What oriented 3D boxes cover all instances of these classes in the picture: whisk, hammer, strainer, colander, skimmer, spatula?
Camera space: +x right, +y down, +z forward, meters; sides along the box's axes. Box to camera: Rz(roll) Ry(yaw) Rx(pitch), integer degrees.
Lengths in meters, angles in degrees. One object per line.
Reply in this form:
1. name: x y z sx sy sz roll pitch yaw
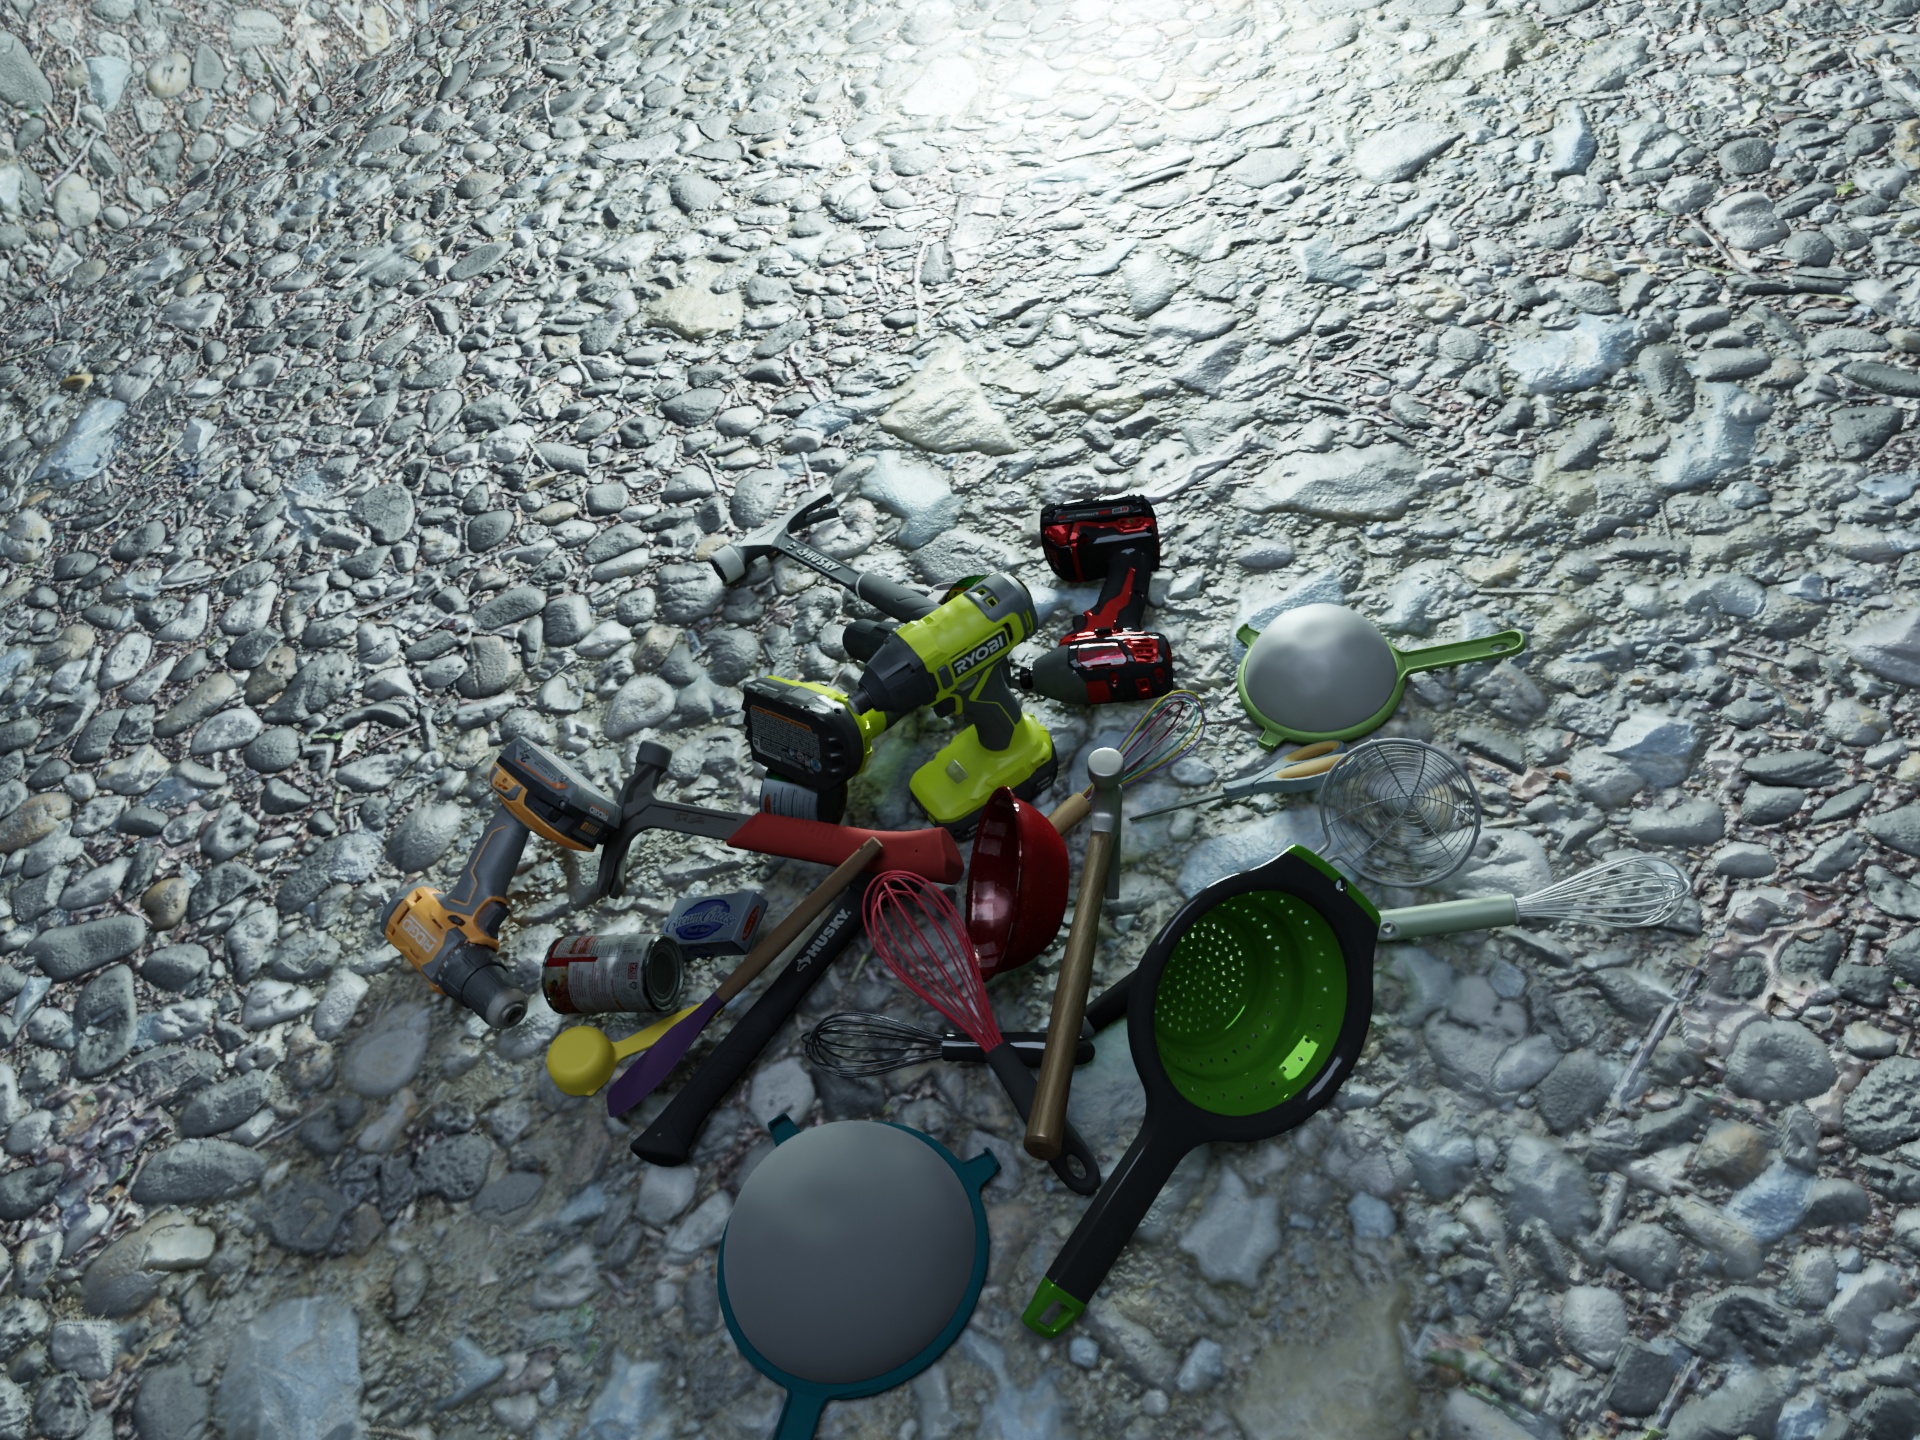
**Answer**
1. whisk: -0.012 0.261 1.274 0.239 0.055 0.055 0 51 10
2. hammer: -0.161 0.109 1.386 0.359 0.036 0.149 7 76 30
3. strainer: 0.374 -0.064 1.422 0.256 0.069 0.152 -10 49 9
4. strainer: -0.107 0.425 1.130 0.211 0.095 0.341 5 51 19
5. colander: 0.154 0.270 1.187 0.397 0.204 0.094 -54 22 -9
6. skimmer: 0.246 0.145 1.269 0.363 0.090 0.127 -33 89 -9
7. spatula: -0.179 0.211 1.311 0.316 0.018 0.060 -45 25 1
8. whisk: 0.123 0.055 1.412 0.245 0.047 0.051 -39 53 -13
9. hammer: 0.092 0.187 1.241 0.031 0.129 0.332 6 49 12
10. whisk: 0.017 0.238 1.232 0.073 0.073 0.296 -32 72 -12
11. hammer: -0.100 -0.140 1.577 0.149 0.036 0.409 -36 36 -19
12. whisk: 0.443 0.146 1.249 0.246 0.057 0.059 -9 15 12
13. hammer: -0.157 0.235 1.344 0.146 0.035 0.335 25 62 30

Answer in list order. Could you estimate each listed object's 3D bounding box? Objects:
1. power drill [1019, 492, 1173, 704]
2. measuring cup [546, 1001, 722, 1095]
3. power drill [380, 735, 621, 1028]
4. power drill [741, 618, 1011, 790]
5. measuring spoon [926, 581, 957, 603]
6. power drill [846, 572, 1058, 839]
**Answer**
1. power drill: 0.129 -0.110 1.528 0.143 0.078 0.220 -6 53 11
2. measuring cup: -0.278 0.267 1.352 0.156 0.029 0.062 -23 49 -4
3. power drill: -0.403 0.149 1.427 0.185 0.084 0.226 33 85 35
4. power drill: -0.092 -0.029 1.481 0.191 0.080 0.228 20 35 37
5. measuring spoon: -0.028 -0.112 1.577 0.034 0.018 0.124 0 22 22
6. power drill: -0.002 -0.004 1.374 0.171 0.223 0.080 -33 50 -13
